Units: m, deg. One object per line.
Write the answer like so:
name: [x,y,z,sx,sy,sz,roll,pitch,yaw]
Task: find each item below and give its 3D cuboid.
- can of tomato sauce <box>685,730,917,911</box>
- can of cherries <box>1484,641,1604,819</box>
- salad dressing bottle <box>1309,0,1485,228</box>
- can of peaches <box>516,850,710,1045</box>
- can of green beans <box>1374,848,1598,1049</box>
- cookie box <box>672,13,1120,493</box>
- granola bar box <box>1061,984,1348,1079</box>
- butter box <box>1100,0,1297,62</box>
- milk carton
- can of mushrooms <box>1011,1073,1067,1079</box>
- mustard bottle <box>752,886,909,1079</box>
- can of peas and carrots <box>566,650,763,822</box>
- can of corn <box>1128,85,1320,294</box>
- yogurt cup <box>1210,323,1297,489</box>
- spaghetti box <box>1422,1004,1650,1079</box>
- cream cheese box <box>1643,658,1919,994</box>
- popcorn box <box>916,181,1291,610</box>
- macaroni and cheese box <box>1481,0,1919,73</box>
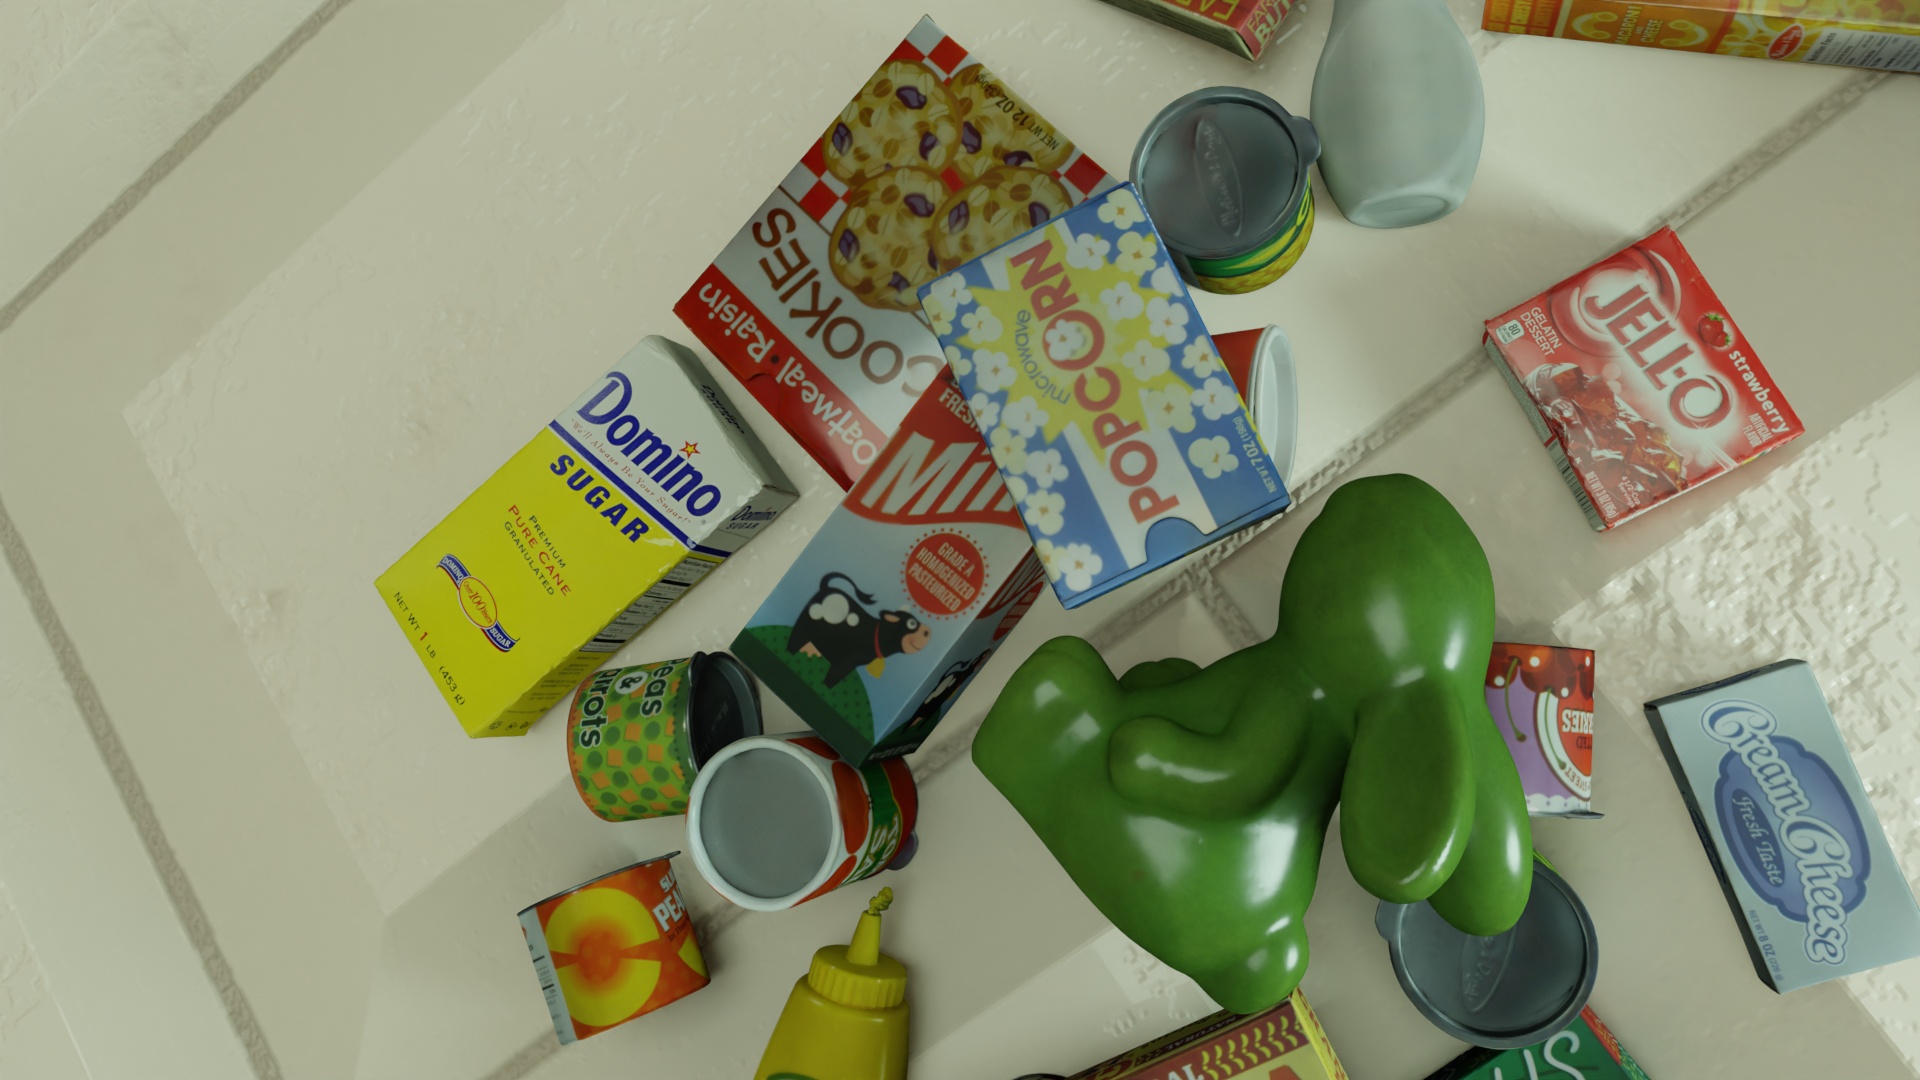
can of tomato sauce: [-0.061,0.111,0.556,0.071,0.083,0.071,-2,84,17]
can of cherries: [0.192,0.065,0.492,0.071,0.071,0.058,3,85,17]
salad dressing bottle: [0.166,-0.198,0.539,0.064,0.044,0.148,-4,82,19]
can of peaches: [-0.143,0.171,0.585,0.071,0.071,0.058,-25,78,13]
can of green beans: [0.186,0.138,0.492,0.071,0.058,0.071,-2,85,17]
cookie box: [-0.025,-0.117,0.590,0.123,0.040,0.167,45,98,16]
granola bar box: [0.072,0.248,0.491,0.165,0.039,0.124,-28,78,10]
butter box: [0.092,-0.234,0.558,0.104,0.024,0.053,39,98,37]
milk carton: [0.002,-0.007,0.554,0.073,0.072,0.190,40,96,15]
can of mushrooms: [0.029,0.247,0.542,0.071,0.033,0.071,-1,85,16]
mustard bottle: [-0.053,0.218,0.561,0.065,0.049,0.160,13,89,16]
can of peas and carrots: [-0.125,0.082,0.586,0.058,0.071,0.071,-10,82,16]
can of corn: [0.106,-0.135,0.543,0.071,0.058,0.071,-2,84,17]
yogurt cup: [0.097,-0.049,0.535,0.054,0.072,0.072,2,86,25]
spaghetti box: [0.137,0.254,0.511,0.249,0.028,0.050,-38,76,10]
cream cheese box: [0.286,0.098,0.483,0.053,0.024,0.104,-22,79,13]
popcorn box: [0.049,-0.049,0.487,0.085,0.038,0.127,-26,80,6]
macaroni and cheese box: [0.290,-0.242,0.507,0.166,0.040,0.123,13,89,17]
